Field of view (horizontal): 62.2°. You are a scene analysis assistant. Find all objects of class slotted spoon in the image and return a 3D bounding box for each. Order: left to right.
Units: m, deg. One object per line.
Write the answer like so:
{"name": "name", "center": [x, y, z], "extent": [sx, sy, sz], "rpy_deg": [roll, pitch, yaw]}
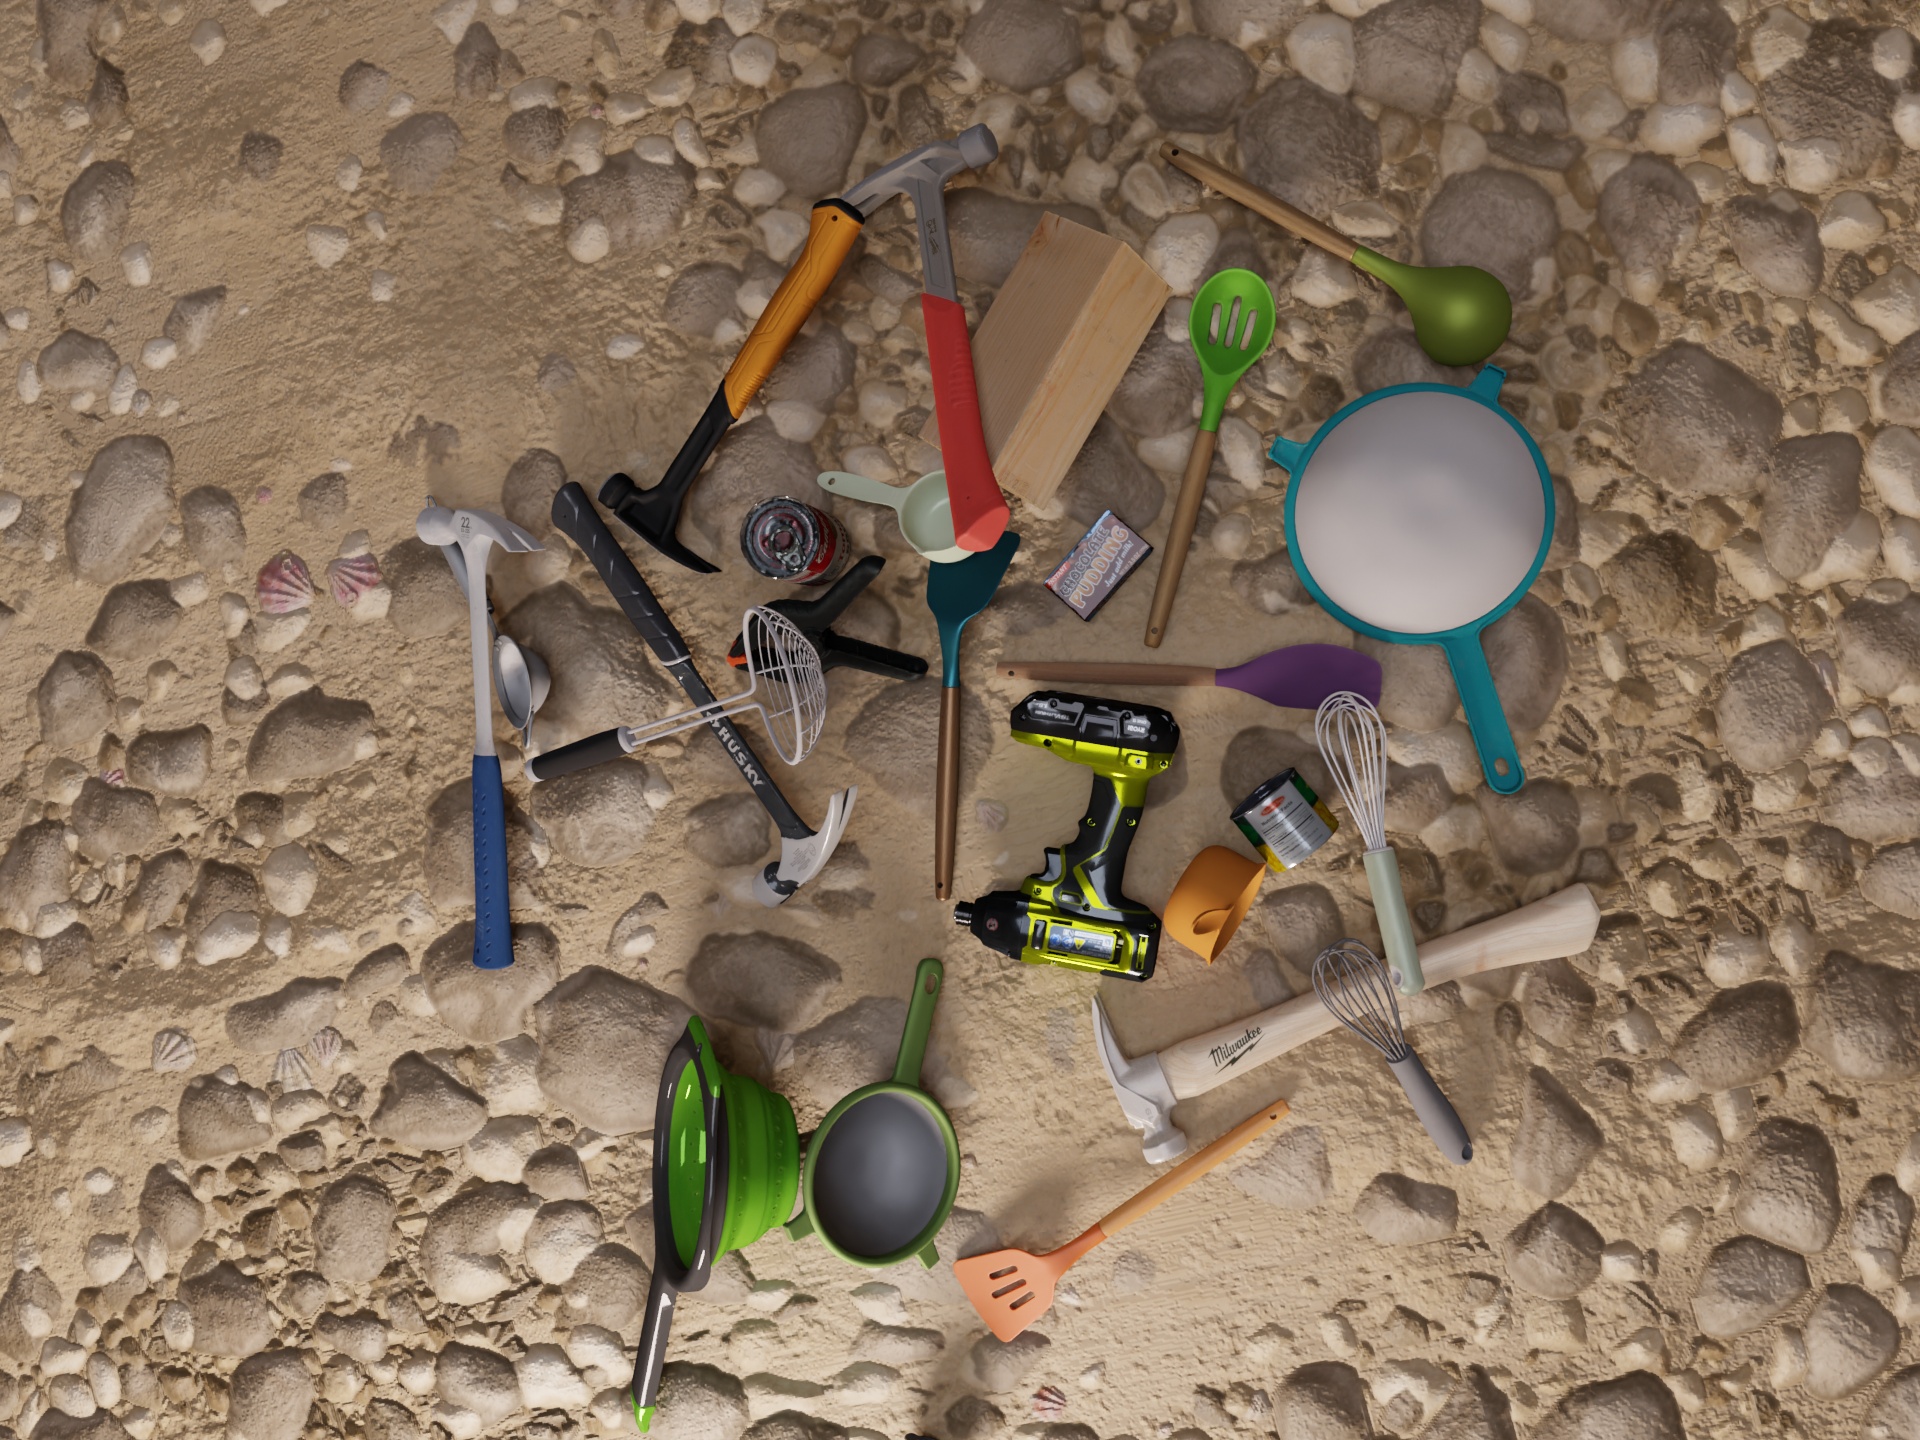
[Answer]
{"name": "slotted spoon", "center": [0.195, -0.213, 1.309], "extent": [0.070, 0.031, 0.314], "rpy_deg": [15, 95, 10]}

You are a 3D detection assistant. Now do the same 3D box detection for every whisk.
{"name": "whisk", "center": [0.330, 0.096, 1.261], "extent": [0.059, 0.058, 0.246], "rpy_deg": [-9, 81, -15]}
{"name": "whisk", "center": [0.342, 0.264, 1.243], "extent": [0.055, 0.055, 0.238], "rpy_deg": [-31, 109, 10]}

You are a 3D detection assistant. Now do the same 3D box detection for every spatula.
{"name": "spatula", "center": [-0.002, -0.004, 1.349], "extent": [0.082, 0.044, 0.317], "rpy_deg": [7, 99, 26]}
{"name": "spatula", "center": [0.139, 0.410, 1.332], "extent": [0.322, 0.041, 0.081], "rpy_deg": [-36, 85, 5]}
{"name": "spatula", "center": [0.185, -0.039, 1.315], "extent": [0.316, 0.018, 0.059], "rpy_deg": [2, 117, 12]}

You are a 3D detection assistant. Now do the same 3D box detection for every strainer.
{"name": "strainer", "center": [-0.422, -0.094, 1.424], "extent": [0.258, 0.050, 0.087], "rpy_deg": [61, 143, 10]}
{"name": "strainer", "center": [-0.066, 0.326, 1.347], "extent": [0.151, 0.069, 0.256], "rpy_deg": [23, 72, -30]}
{"name": "strainer", "center": [0.380, -0.105, 1.239], "extent": [0.211, 0.095, 0.340], "rpy_deg": [-18, 86, 11]}

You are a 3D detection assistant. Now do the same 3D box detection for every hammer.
{"name": "hammer", "center": [-0.413, 0.020, 1.389], "extent": [0.144, 0.035, 0.405], "rpy_deg": [9, 103, 39]}
{"name": "hammer", "center": [-0.233, -0.040, 1.371], "extent": [0.409, 0.036, 0.149], "rpy_deg": [54, 129, 10]}
{"name": "hammer", "center": [-0.178, -0.287, 1.350], "extent": [0.127, 0.034, 0.337], "rpy_deg": [38, 107, 9]}
{"name": "hammer", "center": [-0.018, -0.299, 1.269], "extent": [0.149, 0.036, 0.359], "rpy_deg": [-19, 68, 29]}
{"name": "hammer", "center": [0.310, 0.217, 1.288], "extent": [0.410, 0.038, 0.146], "rpy_deg": [-25, 85, 10]}

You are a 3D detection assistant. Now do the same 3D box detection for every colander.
{"name": "colander", "center": [-0.210, 0.445, 1.363], "extent": [0.094, 0.205, 0.397], "rpy_deg": [5, 111, -23]}

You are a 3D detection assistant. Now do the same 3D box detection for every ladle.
{"name": "ladle", "center": [0.298, -0.386, 1.285], "extent": [0.320, 0.062, 0.078], "rpy_deg": [35, 97, 16]}

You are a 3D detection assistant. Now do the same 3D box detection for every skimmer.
{"name": "skimmer", "center": [-0.251, 0.004, 1.309], "extent": [0.363, 0.090, 0.127], "rpy_deg": [-17, 90, 31]}

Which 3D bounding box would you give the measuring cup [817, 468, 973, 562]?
{"name": "measuring cup", "center": [-0.048, -0.182, 1.356], "extent": [0.168, 0.038, 0.083], "rpy_deg": [19, 79, 28]}

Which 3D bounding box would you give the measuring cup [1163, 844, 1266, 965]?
{"name": "measuring cup", "center": [0.185, 0.142, 1.242], "extent": [0.052, 0.173, 0.095], "rpy_deg": [30, 99, 21]}

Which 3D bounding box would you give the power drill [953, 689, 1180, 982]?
{"name": "power drill", "center": [0.090, 0.092, 1.310], "extent": [0.171, 0.080, 0.223], "rpy_deg": [9, 96, 11]}
